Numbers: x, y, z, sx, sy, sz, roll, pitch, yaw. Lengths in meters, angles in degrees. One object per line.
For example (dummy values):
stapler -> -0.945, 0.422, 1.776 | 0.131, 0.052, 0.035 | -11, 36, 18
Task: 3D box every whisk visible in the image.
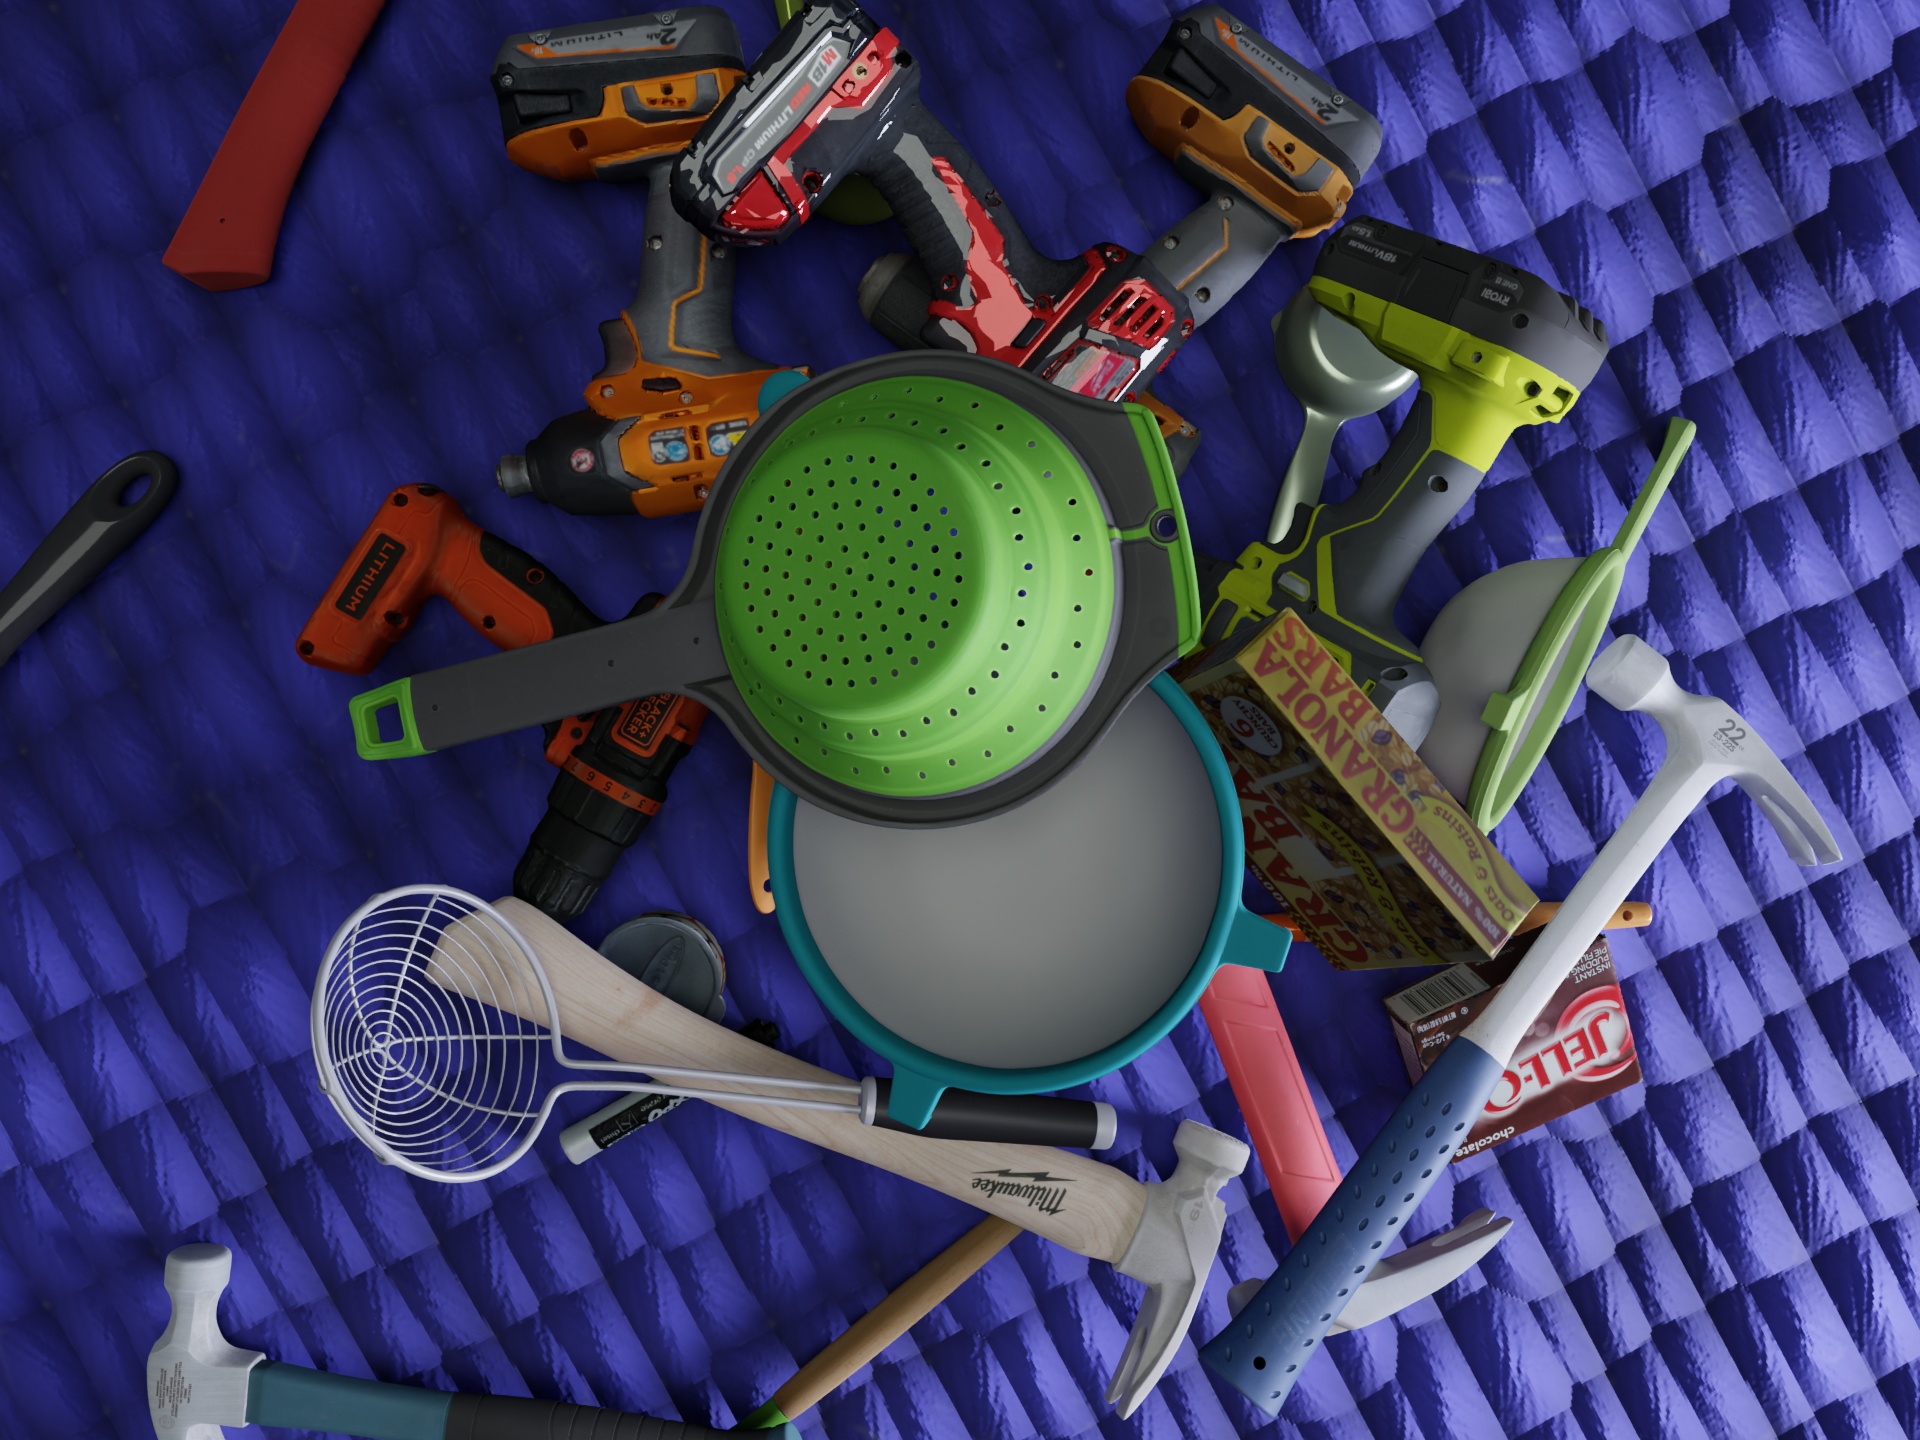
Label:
whisk -> -0.488, -0.018, 0.770 | 0.073, 0.073, 0.296 | 40, 82, -3

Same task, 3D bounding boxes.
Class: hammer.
hammer -> -0.302, -0.380, 0.784 | 0.149, 0.037, 0.359 | 28, 89, -3
hammer -> 0.137, 0.102, 0.777 | 0.143, 0.038, 0.386 | -20, 88, -11
hammer -> 0.257, 0.152, 0.751 | 0.144, 0.035, 0.405 | 40, 79, 4
hammer -> -0.236, 0.345, 0.781 | 0.331, 0.033, 0.128 | 7, 92, 4
hammer -> -0.064, 0.199, 0.773 | 0.410, 0.038, 0.146 | 25, 81, -9

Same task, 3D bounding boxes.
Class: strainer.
strainer -> -0.001, -0.002, 0.730 | 0.211, 0.095, 0.340 | -27, 82, 14
strainer -> 0.290, -0.066, 0.800 | 0.069, 0.151, 0.256 | 26, 68, 24

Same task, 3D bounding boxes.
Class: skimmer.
skimmer -> -0.094, 0.153, 0.705 | 0.363, 0.090, 0.127 | 9, 53, -13

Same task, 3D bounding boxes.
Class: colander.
colander -> -0.106, -0.038, 0.660 | 0.397, 0.094, 0.204 | -13, 86, 15

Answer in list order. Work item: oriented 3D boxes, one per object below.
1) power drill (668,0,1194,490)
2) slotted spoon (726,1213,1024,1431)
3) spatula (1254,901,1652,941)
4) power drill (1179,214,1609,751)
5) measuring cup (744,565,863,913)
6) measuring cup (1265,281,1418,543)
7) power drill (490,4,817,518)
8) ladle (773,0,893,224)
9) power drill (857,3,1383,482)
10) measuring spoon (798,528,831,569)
power drill -> -0.016, -0.198, 0.712 | 0.219, 0.078, 0.143 | 40, 95, -12
slotted spoon -> -0.069, 0.335, 0.810 | 0.314, 0.031, 0.070 | -39, 83, -4
spatula -> 0.201, 0.106, 0.815 | 0.322, 0.041, 0.081 | -2, 86, -4
power drill -> 0.182, -0.109, 0.746 | 0.171, 0.080, 0.223 | 38, 108, 40
measuring cup -> -0.079, 0.010, 0.770 | 0.095, 0.052, 0.173 | 2, 91, -40
measuring cup -> 0.189, -0.153, 0.812 | 0.083, 0.038, 0.167 | 18, 88, -3
power drill -> -0.159, -0.212, 0.773 | 0.164, 0.084, 0.226 | -11, 95, -3
ladle -> -0.089, -0.397, 0.787 | 0.078, 0.062, 0.320 | -15, 88, -34
power drill -> 0.075, -0.234, 0.788 | 0.185, 0.084, 0.226 | 34, 93, -2
measuring spoon -> -0.044, -0.057, 0.814 | 0.021, 0.011, 0.117 | -44, 93, -2
